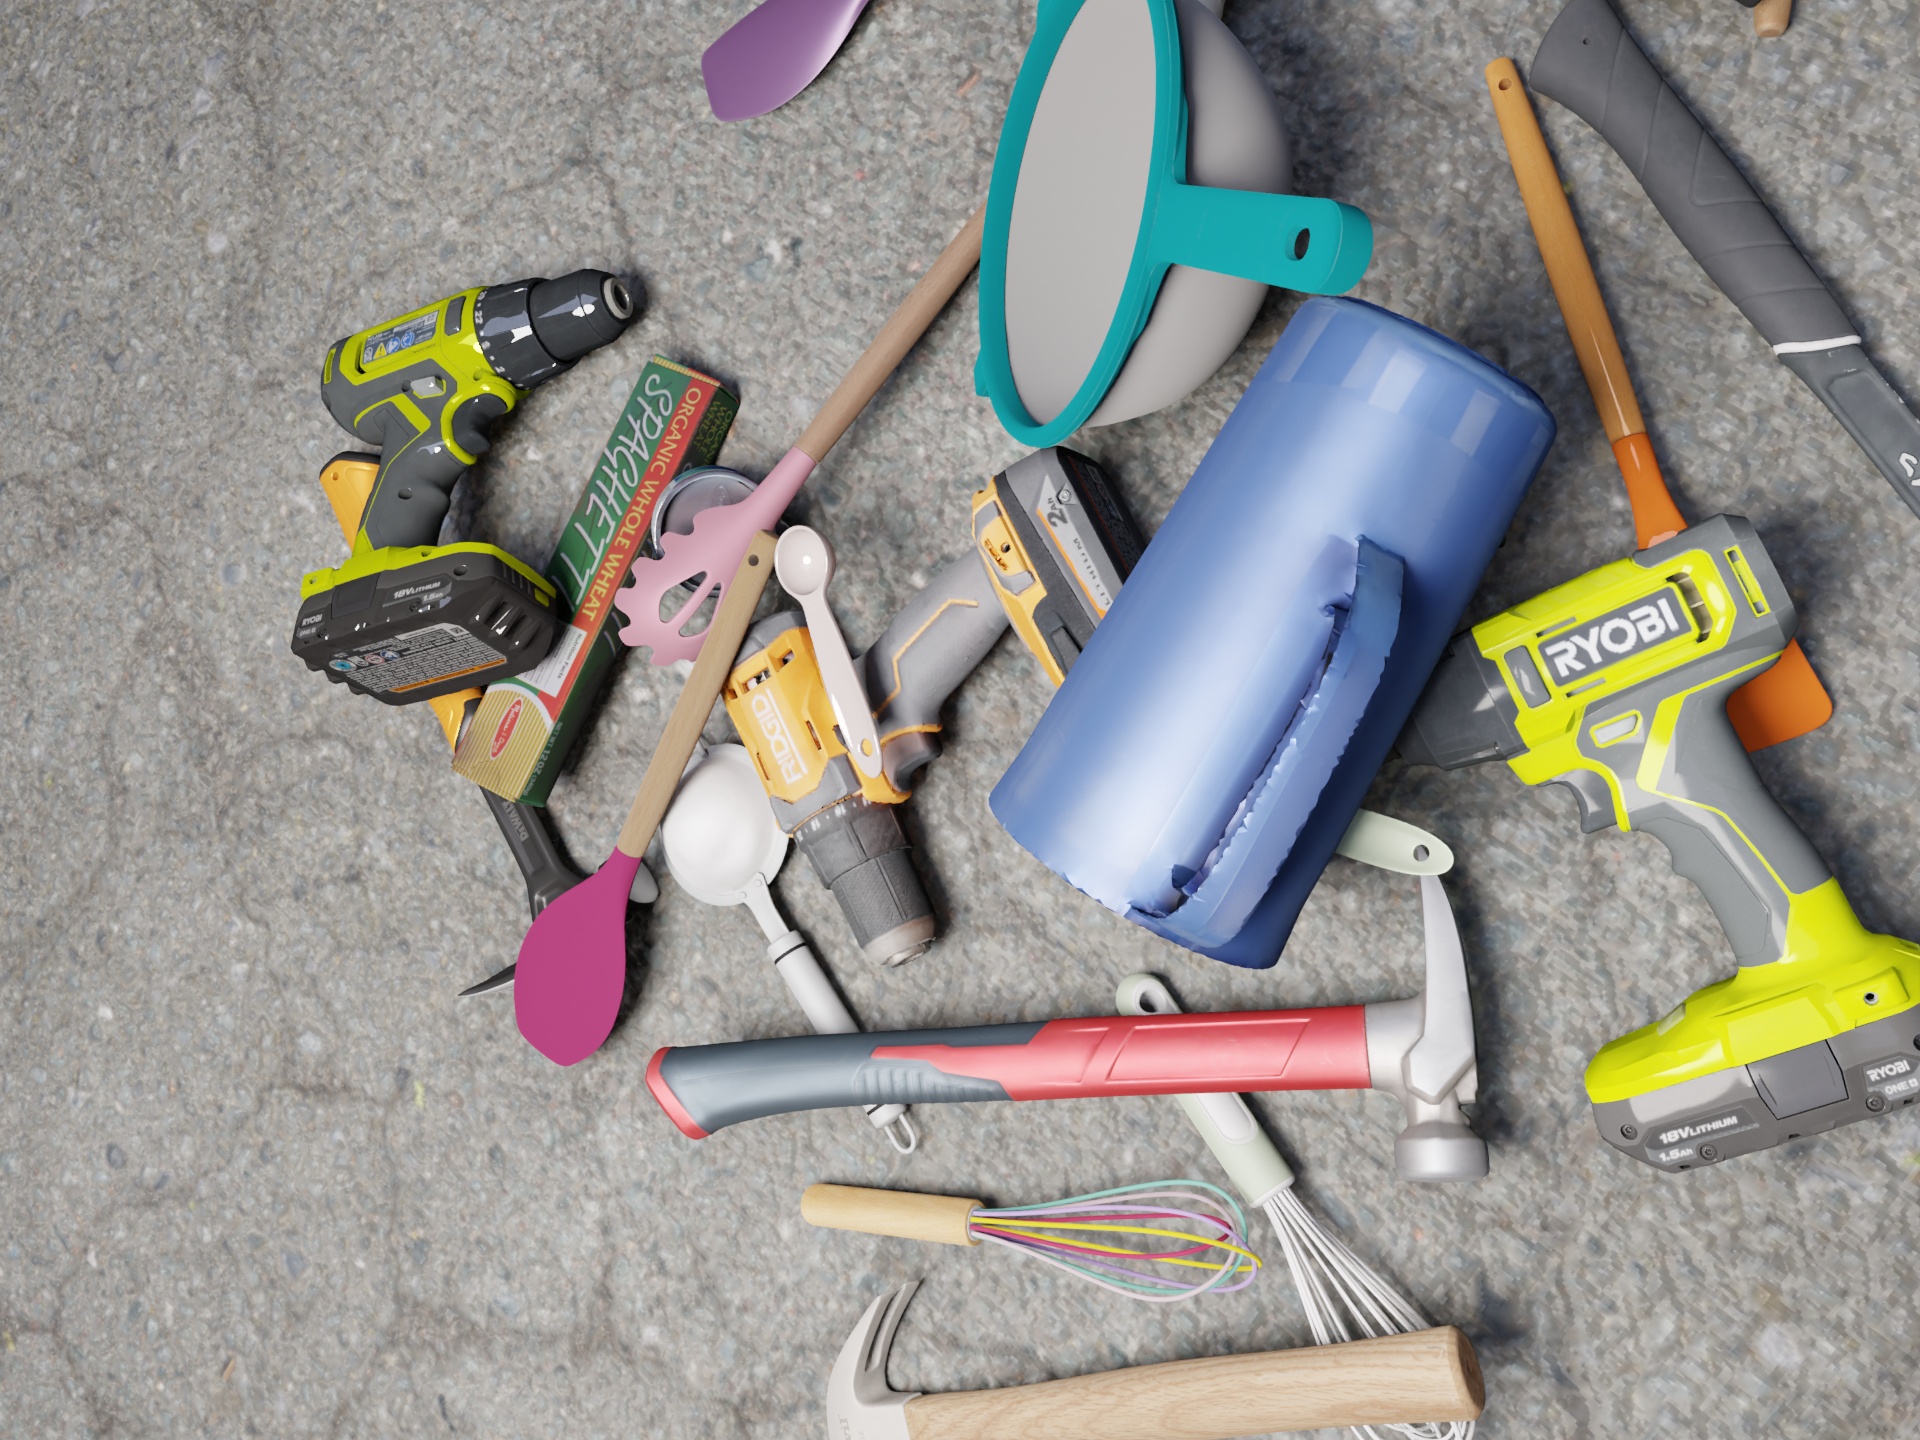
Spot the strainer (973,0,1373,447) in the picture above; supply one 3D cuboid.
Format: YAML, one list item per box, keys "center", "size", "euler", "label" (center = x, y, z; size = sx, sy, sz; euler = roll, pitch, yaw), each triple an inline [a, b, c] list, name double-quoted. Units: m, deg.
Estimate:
- center: [0.103, -0.200, 0.646]
  size: [0.095, 0.341, 0.211]
  euler: [4, 109, -19]
  label: "strainer"

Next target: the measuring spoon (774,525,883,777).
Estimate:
- center: [-0.056, -0.033, 0.749]
  size: [0.034, 0.018, 0.124]
  euler: [-20, 88, 39]
  label: "measuring spoon"

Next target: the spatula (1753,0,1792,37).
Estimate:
- center: [0.349, -0.447, 0.660]
  size: [0.082, 0.044, 0.317]
  euler: [4, 90, 20]
  label: "spatula"

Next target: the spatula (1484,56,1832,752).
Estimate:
- center: [0.280, -0.140, 0.684]
  size: [0.081, 0.041, 0.323]
  euler: [-19, 76, 23]
  label: "spatula"

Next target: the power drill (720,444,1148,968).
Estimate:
- center: [-0.001, -0.002, 0.766]
  size: [0.226, 0.084, 0.185]
  euler: [-31, 75, 23]
  label: "power drill"

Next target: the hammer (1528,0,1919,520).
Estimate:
- center: [0.363, -0.139, 0.641]
  size: [0.149, 0.036, 0.409]
  euler: [-34, 74, 17]
  label: "hammer"

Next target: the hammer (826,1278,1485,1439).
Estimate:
- center: [0.069, 0.304, 0.711]
  size: [0.331, 0.031, 0.130]
  euler: [-22, 77, 32]
  label: "hammer"

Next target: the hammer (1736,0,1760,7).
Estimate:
- center: [0.181, -0.370, 0.681]
  size: [0.335, 0.035, 0.146]
  euler: [24, 105, 11]
  label: "hammer"

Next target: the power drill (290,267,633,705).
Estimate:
- center: [-0.267, -0.136, 0.858]
  size: [0.190, 0.080, 0.229]
  euler: [-13, 62, 22]
  label: "power drill"

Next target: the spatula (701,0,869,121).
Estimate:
- center: [-0.015, -0.395, 0.802]
  size: [0.316, 0.018, 0.060]
  euler: [-22, 78, 32]
  label: "spatula"

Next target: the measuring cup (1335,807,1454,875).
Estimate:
- center: [0.145, 0.039, 0.699]
  size: [0.168, 0.038, 0.083]
  euler: [18, 95, 40]
  label: "measuring cup"

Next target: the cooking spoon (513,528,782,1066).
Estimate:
- center: [-0.159, 0.045, 0.812]
  size: [0.069, 0.017, 0.318]
  euler: [33, 110, 18]
  label: "cooking spoon"

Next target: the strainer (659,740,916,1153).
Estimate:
- center: [-0.094, 0.110, 0.820]
  size: [0.087, 0.050, 0.258]
  euler: [-39, 76, 23]
  label: "strainer"

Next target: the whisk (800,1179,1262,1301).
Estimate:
- center: [0.024, 0.236, 0.747]
  size: [0.245, 0.047, 0.051]
  euler: [-4, 85, 32]
  label: "whisk"

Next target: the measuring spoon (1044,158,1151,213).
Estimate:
- center: [0.093, -0.277, 0.776]
  size: [0.117, 0.011, 0.021]
  euler: [-17, 81, 21]
  label: "measuring spoon"

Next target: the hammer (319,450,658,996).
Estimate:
- center: [-0.296, -0.010, 0.915]
  size: [0.127, 0.034, 0.337]
  euler: [-34, 75, 17]
  label: "hammer"

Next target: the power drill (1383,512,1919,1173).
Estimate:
- center: [0.274, 0.053, 0.634]
  size: [0.171, 0.080, 0.223]
  euler: [-26, 82, 24]
  label: "power drill"

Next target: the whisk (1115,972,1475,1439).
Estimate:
- center: [0.144, 0.217, 0.709]
  size: [0.058, 0.059, 0.246]
  euler: [-27, 68, -20]
  label: "whisk"

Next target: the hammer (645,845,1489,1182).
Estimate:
- center: [0.033, 0.140, 0.729]
  size: [0.386, 0.038, 0.143]
  euler: [-7, 71, 19]
  label: "hammer"

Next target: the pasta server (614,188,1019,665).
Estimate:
- center: [-0.063, -0.156, 0.802]
  size: [0.060, 0.040, 0.316]
  euler: [38, 88, -21]
  label: "pasta server"
